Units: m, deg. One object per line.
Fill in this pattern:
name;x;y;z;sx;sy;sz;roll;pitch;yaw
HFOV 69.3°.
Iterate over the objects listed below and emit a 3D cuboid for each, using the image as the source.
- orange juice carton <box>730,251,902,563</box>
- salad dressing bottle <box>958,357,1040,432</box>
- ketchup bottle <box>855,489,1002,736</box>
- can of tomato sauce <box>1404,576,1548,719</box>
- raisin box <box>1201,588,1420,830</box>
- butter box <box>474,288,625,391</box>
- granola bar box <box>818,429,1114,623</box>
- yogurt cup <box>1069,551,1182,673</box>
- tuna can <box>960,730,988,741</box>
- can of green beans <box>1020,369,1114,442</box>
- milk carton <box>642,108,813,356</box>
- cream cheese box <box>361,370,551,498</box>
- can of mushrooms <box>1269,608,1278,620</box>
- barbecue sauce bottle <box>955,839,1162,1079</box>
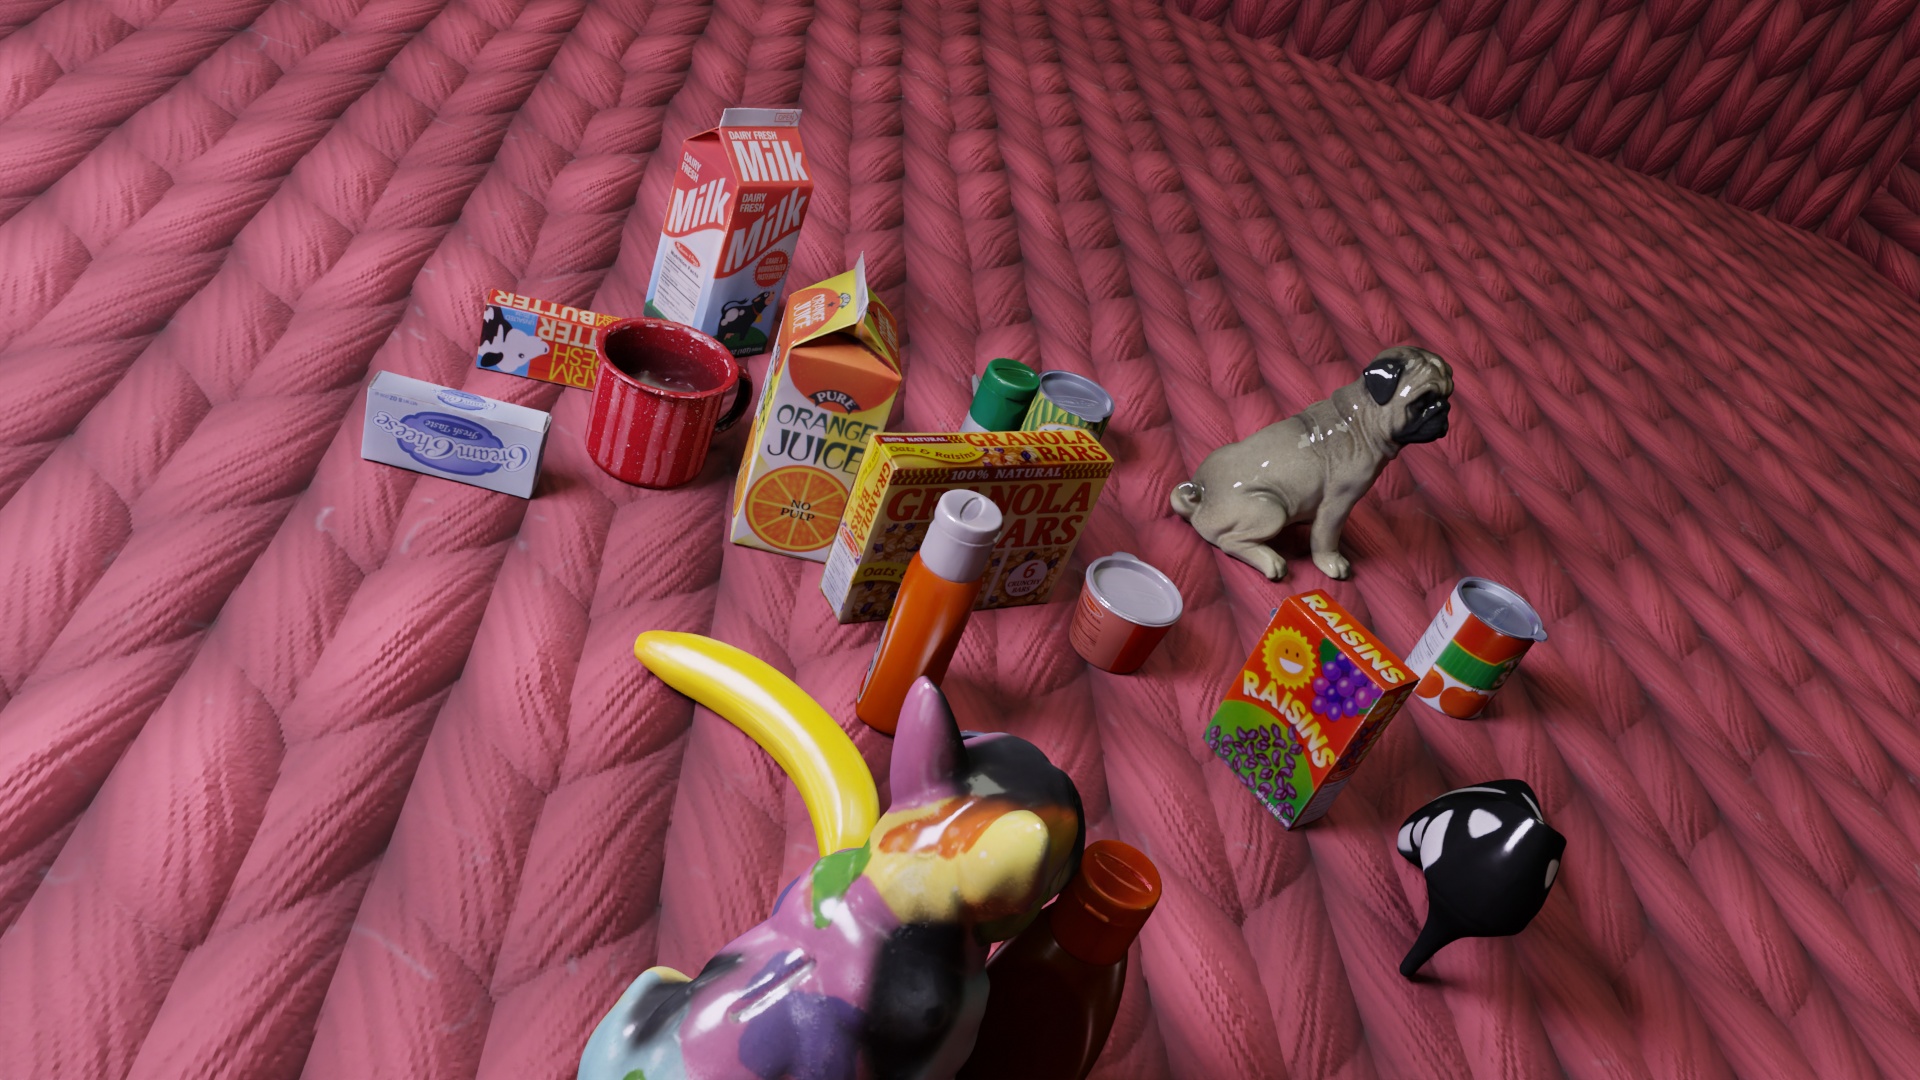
orange juice carton;-0.087;-0.084;0.877;0.073;0.191;0.072;13;35;-15
salad dressing bottle;0.011;-0.052;0.928;0.064;0.146;0.044;4;37;-25
ketchup bottle;-0.016;0.040;0.784;0.043;0.148;0.065;26;33;5
can of tomato sauce;0.374;0.080;1.012;0.071;0.082;0.071;15;34;-11
raisin box;0.212;0.103;0.850;0.040;0.122;0.086;-9;44;-38
butter box;-0.279;-0.136;0.965;0.103;0.052;0.024;11;35;-17
granola bar box;0.003;-0.011;0.889;0.166;0.123;0.039;-4;41;-34
yogurt cup;0.107;0.051;0.924;0.072;0.053;0.073;15;34;-11
tuna can;0.011;0.141;0.763;0.071;0.032;0.071;15;34;-11
can of green beans;0.082;-0.094;1.110;0.071;0.057;0.071;15;34;-11
milk carton;-0.171;-0.234;1.040;0.072;0.189;0.073;-16;49;-44
cream cheese box;-0.307;-0.064;0.847;0.104;0.053;0.024;14;34;-12
can of mushrooms;0.245;0.078;0.985;0.071;0.033;0.071;15;34;-11
barbecue sauce bottle;0.042;0.192;0.606;0.065;0.147;0.044;33;35;15
